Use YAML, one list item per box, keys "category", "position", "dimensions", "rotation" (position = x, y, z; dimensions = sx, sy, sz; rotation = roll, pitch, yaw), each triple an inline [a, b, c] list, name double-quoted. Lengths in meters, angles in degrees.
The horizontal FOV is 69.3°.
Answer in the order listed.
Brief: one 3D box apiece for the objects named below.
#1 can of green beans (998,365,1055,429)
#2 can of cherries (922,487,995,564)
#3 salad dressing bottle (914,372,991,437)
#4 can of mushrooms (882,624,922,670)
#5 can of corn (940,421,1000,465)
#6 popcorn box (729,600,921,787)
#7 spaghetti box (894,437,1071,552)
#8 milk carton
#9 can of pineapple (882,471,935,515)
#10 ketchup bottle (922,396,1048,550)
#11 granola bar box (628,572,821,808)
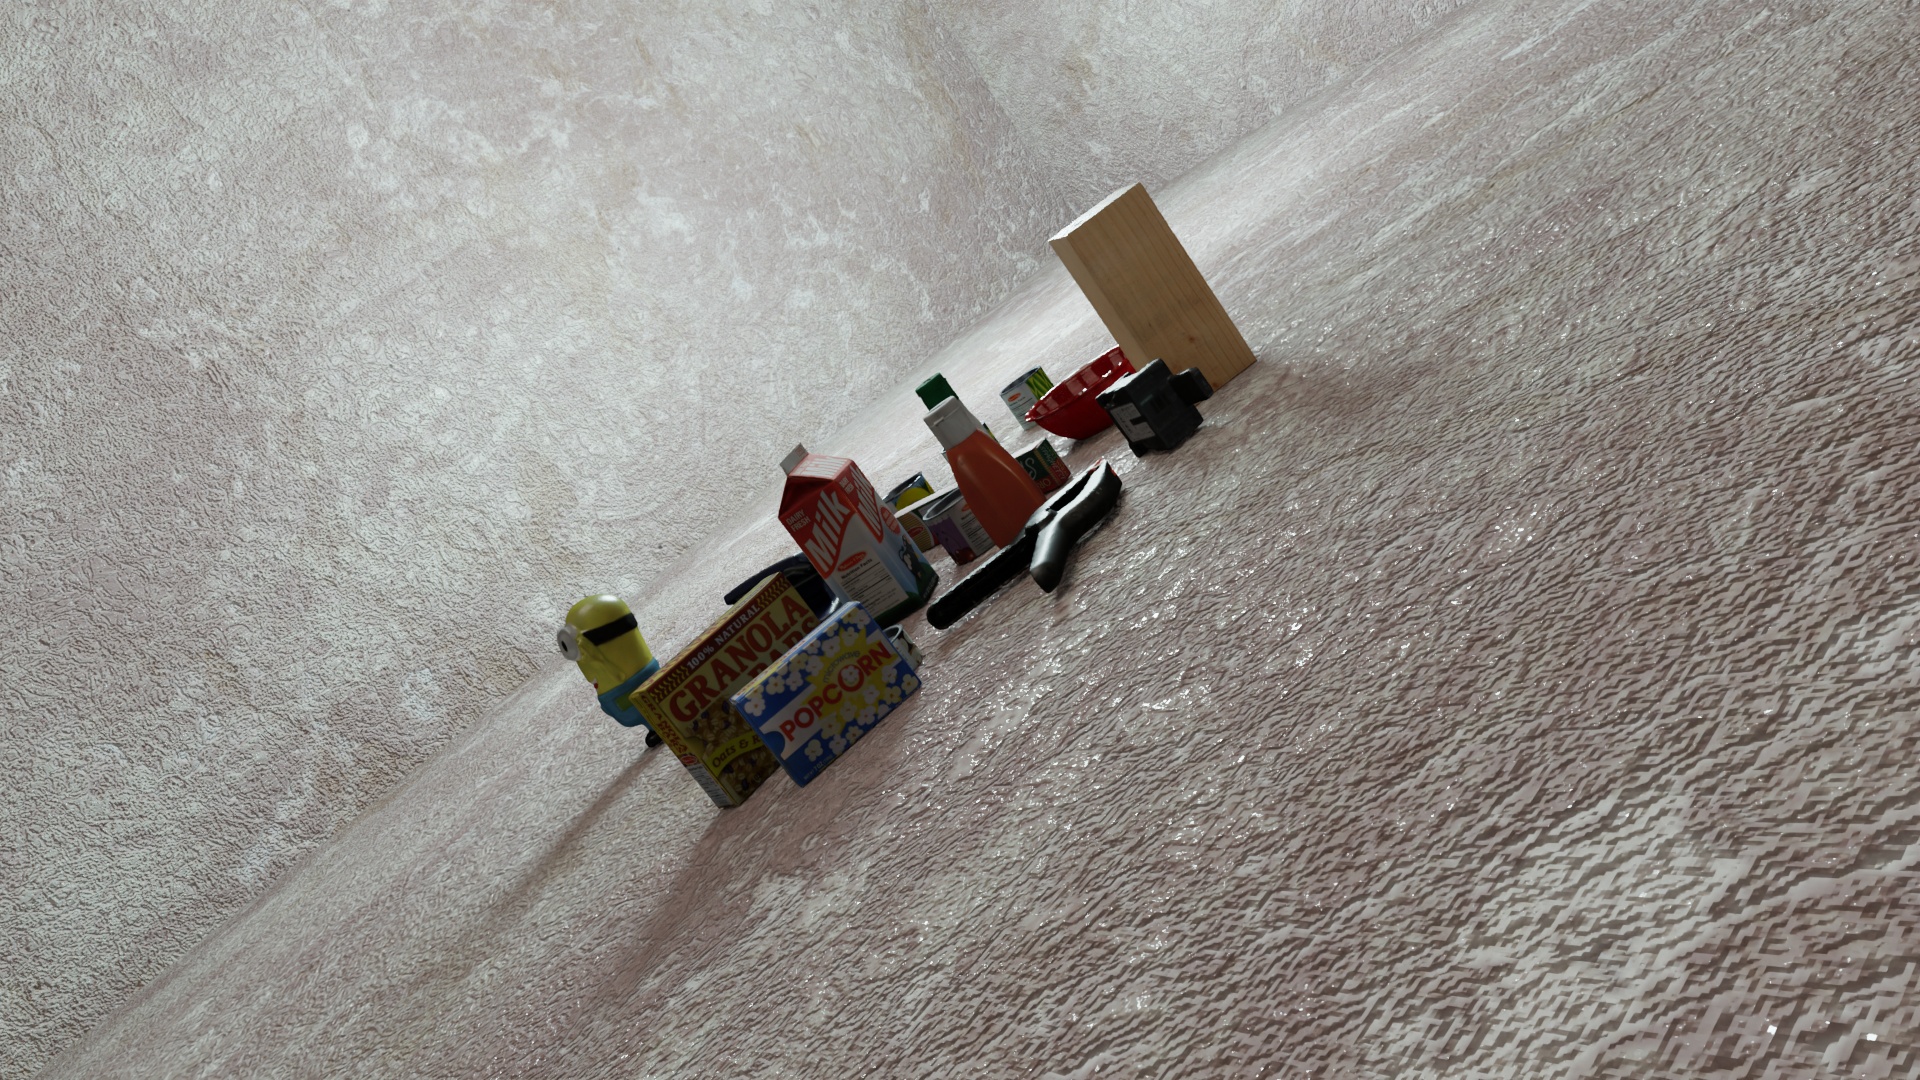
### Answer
- category: "can of green beans"
  position: [0.093, -0.186, 1.811]
  dimensions: [0.071, 0.057, 0.071]
  rotation: [-35, 11, 8]
- category: "can of cherries"
  position: [0.005, -0.017, 1.384]
  dimensions: [0.071, 0.058, 0.071]
  rotation: [-35, 11, 8]
- category: "salad dressing bottle"
  position: [0.005, -0.123, 1.584]
  dimensions: [0.044, 0.147, 0.064]
  rotation: [-37, 11, -4]
- category: "can of mushrooms"
  position: [-0.067, 0.103, 1.171]
  dimensions: [0.071, 0.033, 0.071]
  rotation: [-35, 11, 8]
- category: "can of corn"
  position: [0.020, -0.105, 1.698]
  dimensions: [0.071, 0.058, 0.071]
  rotation: [-35, 11, 8]
- category: "popcorn box"
  position: [-0.105, 0.118, 1.088]
  dimensions: [0.127, 0.085, 0.038]
  rotation: [-40, 11, -17]
- category: "spaghetti box"
  position: [0.015, -0.043, 1.480]
  dimensions: [0.249, 0.050, 0.029]
  rotation: [-25, 16, 44]
- category: "milk carton"
  position: [-0.109, -0.009, 1.347]
  dimensions: [0.073, 0.190, 0.072]
  rotation: [-32, 11, 20]
- category: "can of pineapple"
  position: [-0.055, -0.040, 1.656]
  dimensions: [0.071, 0.058, 0.071]
  rotation: [-35, 11, 8]
- category: "ketchup bottle"
  position: [0.022, -0.064, 1.292]
  dimensions: [0.064, 0.148, 0.044]
  rotation: [-31, 12, 24]
- category: "granola bar box"
  position: [-0.177, 0.125, 1.176]
  dimensions: [0.166, 0.124, 0.039]
  rotation: [-44, 13, -35]
